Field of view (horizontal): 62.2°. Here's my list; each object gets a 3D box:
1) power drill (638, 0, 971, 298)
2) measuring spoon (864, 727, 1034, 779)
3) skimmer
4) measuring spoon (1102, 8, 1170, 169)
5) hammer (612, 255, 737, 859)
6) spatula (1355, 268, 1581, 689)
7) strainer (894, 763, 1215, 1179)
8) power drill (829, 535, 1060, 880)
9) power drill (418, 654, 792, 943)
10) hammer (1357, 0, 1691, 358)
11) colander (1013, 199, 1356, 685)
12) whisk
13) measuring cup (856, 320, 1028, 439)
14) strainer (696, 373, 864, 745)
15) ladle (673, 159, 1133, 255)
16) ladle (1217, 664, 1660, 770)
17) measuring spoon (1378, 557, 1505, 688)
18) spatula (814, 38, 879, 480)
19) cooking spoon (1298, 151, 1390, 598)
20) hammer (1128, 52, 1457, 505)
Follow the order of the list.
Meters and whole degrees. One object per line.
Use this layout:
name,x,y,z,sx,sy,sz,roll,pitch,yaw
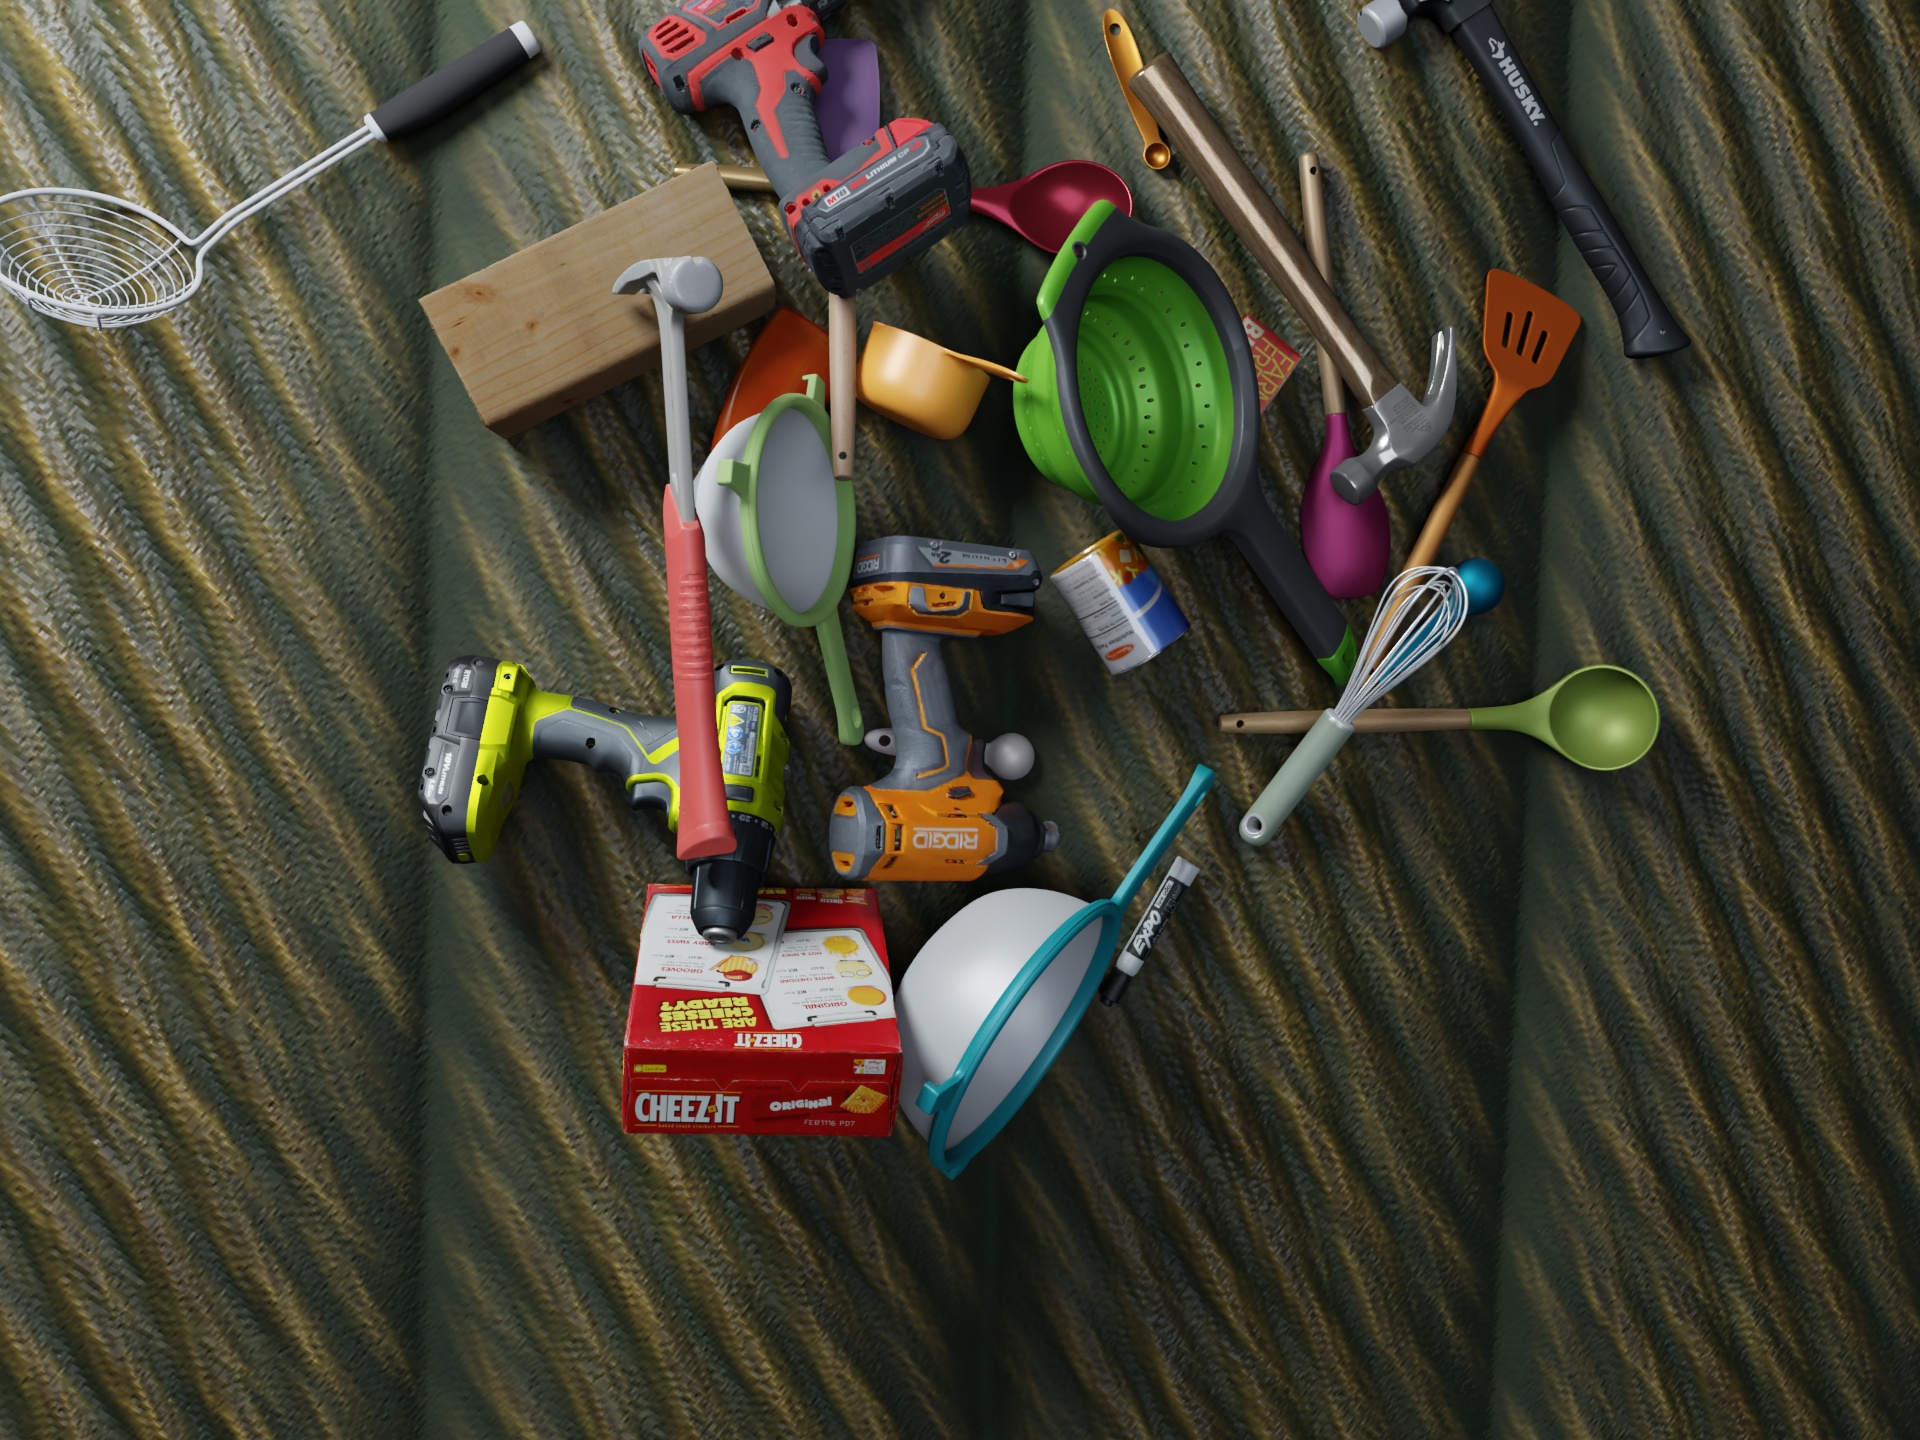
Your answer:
power drill,-0.081,-0.412,1.038,0.188,0.080,0.227,-34,75,-3
measuring spoon,-0.007,0.021,1.133,0.124,0.018,0.034,7,94,-8
skimmer,-0.439,-0.366,1.014,0.363,0.090,0.127,-34,66,-6
measuring spoon,0.122,-0.444,1.121,0.021,0.011,0.117,-19,93,-5
hammer,-0.169,-0.093,0.965,0.036,0.149,0.359,-7,102,-23
spatula,0.360,-0.171,1.165,0.081,0.041,0.322,24,95,-9
strainer,0.051,0.143,1.100,0.095,0.210,0.340,31,68,20
power drill,-0.002,-0.003,1.083,0.164,0.084,0.226,4,88,-27
power drill,-0.228,0.046,1.047,0.228,0.080,0.191,6,62,-6
hammer,0.433,-0.407,1.149,0.146,0.035,0.334,-35,98,-3
colander,0.148,-0.159,1.087,0.396,0.094,0.205,48,56,-31
whisk,0.273,-0.007,1.123,0.058,0.059,0.246,44,114,26
measuring cup,-0.010,-0.214,1.042,0.095,0.174,0.052,22,96,-32
strainer,-0.119,-0.092,1.066,0.069,0.152,0.256,2,124,20
ladle,-0.039,-0.363,1.097,0.315,0.031,0.069,3,85,-6
ladle,0.349,0.000,1.159,0.320,0.062,0.078,-1,93,-5
measuring spoon,0.354,-0.069,1.164,0.128,0.021,0.042,-45,100,-8
spatula,-0.081,-0.312,1.064,0.060,0.018,0.316,-2,80,0
cooking spoon,0.268,-0.247,1.148,0.068,0.017,0.319,-8,95,-9
hammer,0.230,-0.320,1.108,0.130,0.031,0.331,-38,97,-8
